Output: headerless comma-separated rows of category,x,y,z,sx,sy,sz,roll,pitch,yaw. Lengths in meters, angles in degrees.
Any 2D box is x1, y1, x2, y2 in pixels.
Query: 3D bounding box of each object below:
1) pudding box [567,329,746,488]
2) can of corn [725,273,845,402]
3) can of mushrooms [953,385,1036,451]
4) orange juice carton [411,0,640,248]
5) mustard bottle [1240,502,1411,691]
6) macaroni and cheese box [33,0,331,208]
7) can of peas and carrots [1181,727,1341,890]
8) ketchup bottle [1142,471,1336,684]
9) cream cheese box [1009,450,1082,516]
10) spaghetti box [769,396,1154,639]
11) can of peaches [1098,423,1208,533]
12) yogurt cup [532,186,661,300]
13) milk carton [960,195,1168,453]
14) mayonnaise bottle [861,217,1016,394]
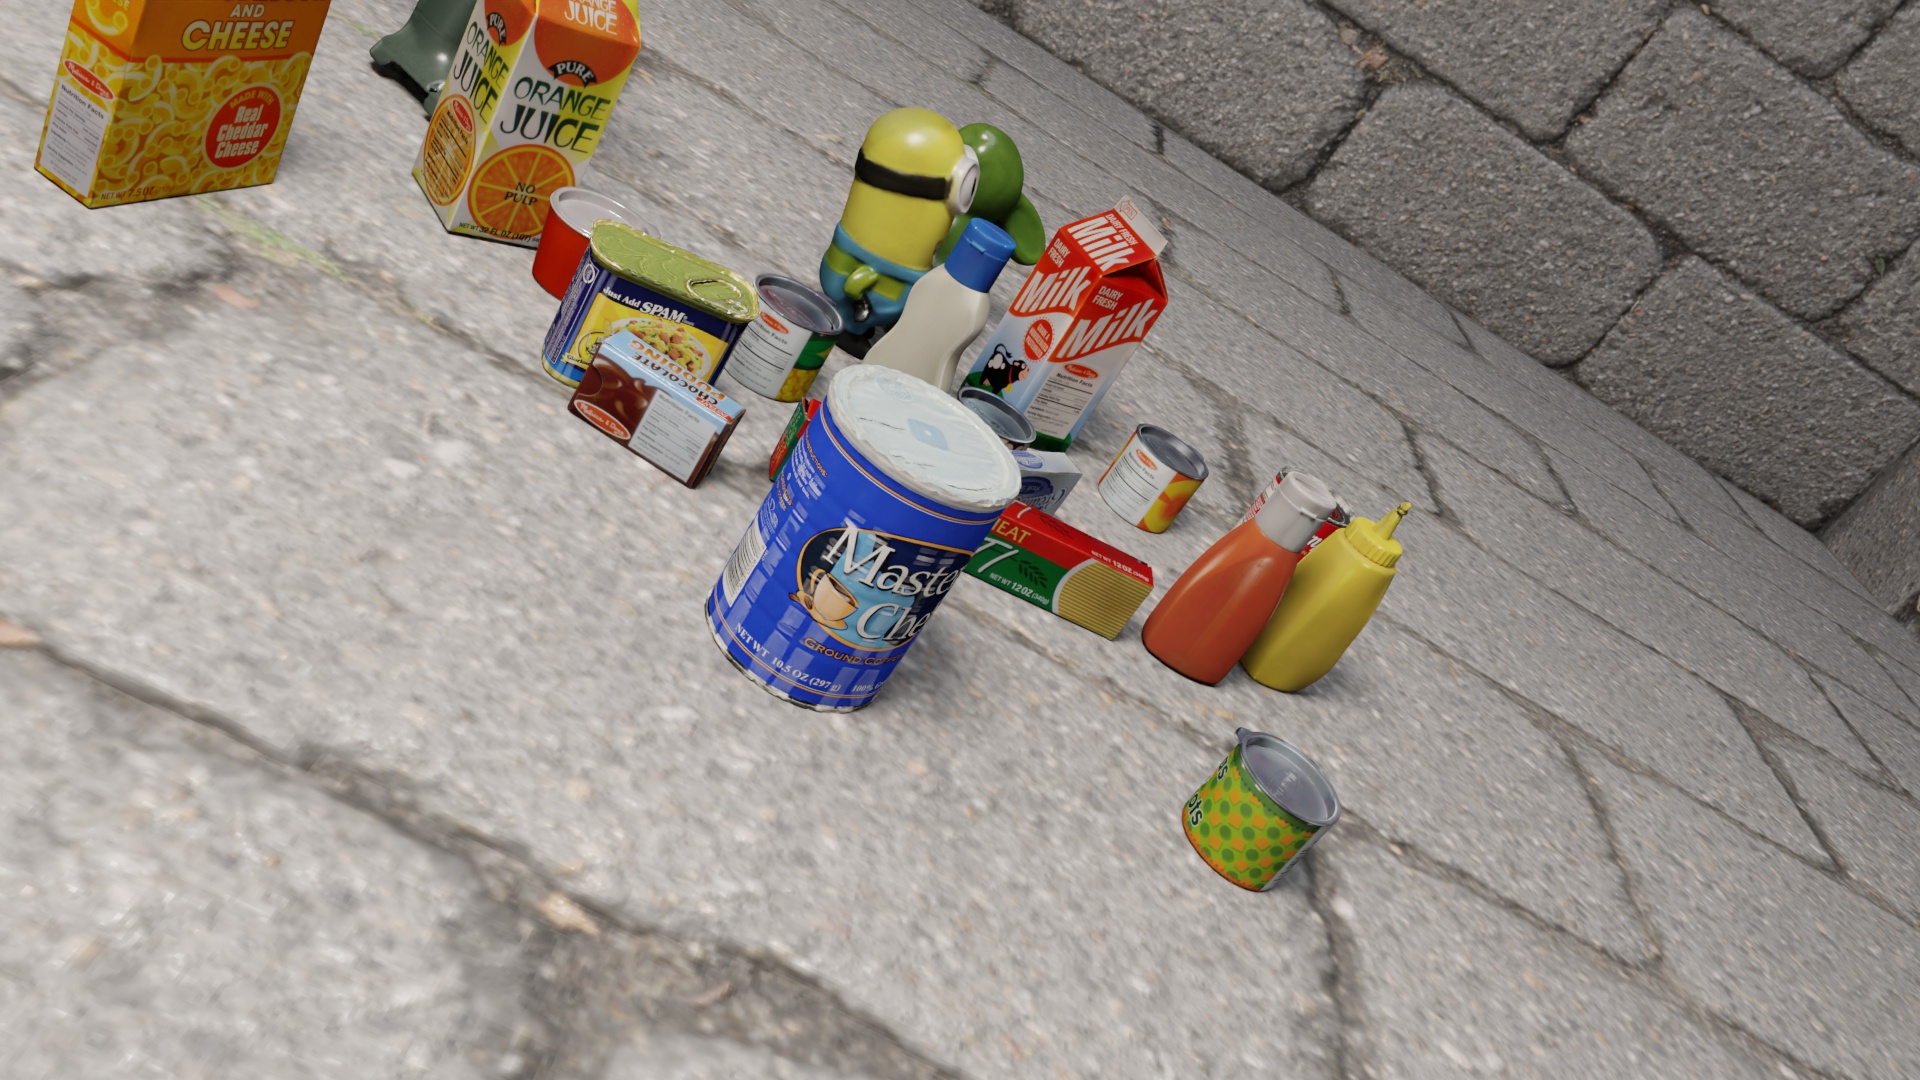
pudding box,-0.168,-0.073,0.771,0.084,0.049,0.030,33,26,-3
can of corn,-0.118,-0.134,0.919,0.071,0.058,0.071,27,27,-15
can of mushrooms,0.017,-0.079,1.007,0.071,0.033,0.071,26,27,-15
orange juice carton,-0.262,-0.281,0.853,0.072,0.191,0.073,2,41,-47
mustard bottle,0.254,0.033,0.944,0.065,0.159,0.049,17,31,-31
macaroni and cheese box,-0.382,-0.255,0.702,0.040,0.165,0.124,36,26,3
can of peas and carrots,0.163,0.147,0.764,0.071,0.058,0.071,27,27,-15
ketchup bottle,0.182,0.023,0.891,0.065,0.148,0.044,29,27,-11
cream cheese box,0.032,-0.033,0.924,0.104,0.053,0.024,-1,43,-49
spaghetti box,0.003,-0.011,0.858,0.250,0.050,0.029,26,27,-16
can of peaches,0.150,-0.048,1.075,0.071,0.057,0.071,27,27,-15
yogurt cup,-0.233,-0.181,0.872,0.072,0.053,0.073,27,27,-15
milk carton,0.087,-0.164,1.051,0.073,0.189,0.072,12,34,-38
mayonnaise bottle,-0.014,-0.152,0.966,0.065,0.147,0.041,38,26,7
